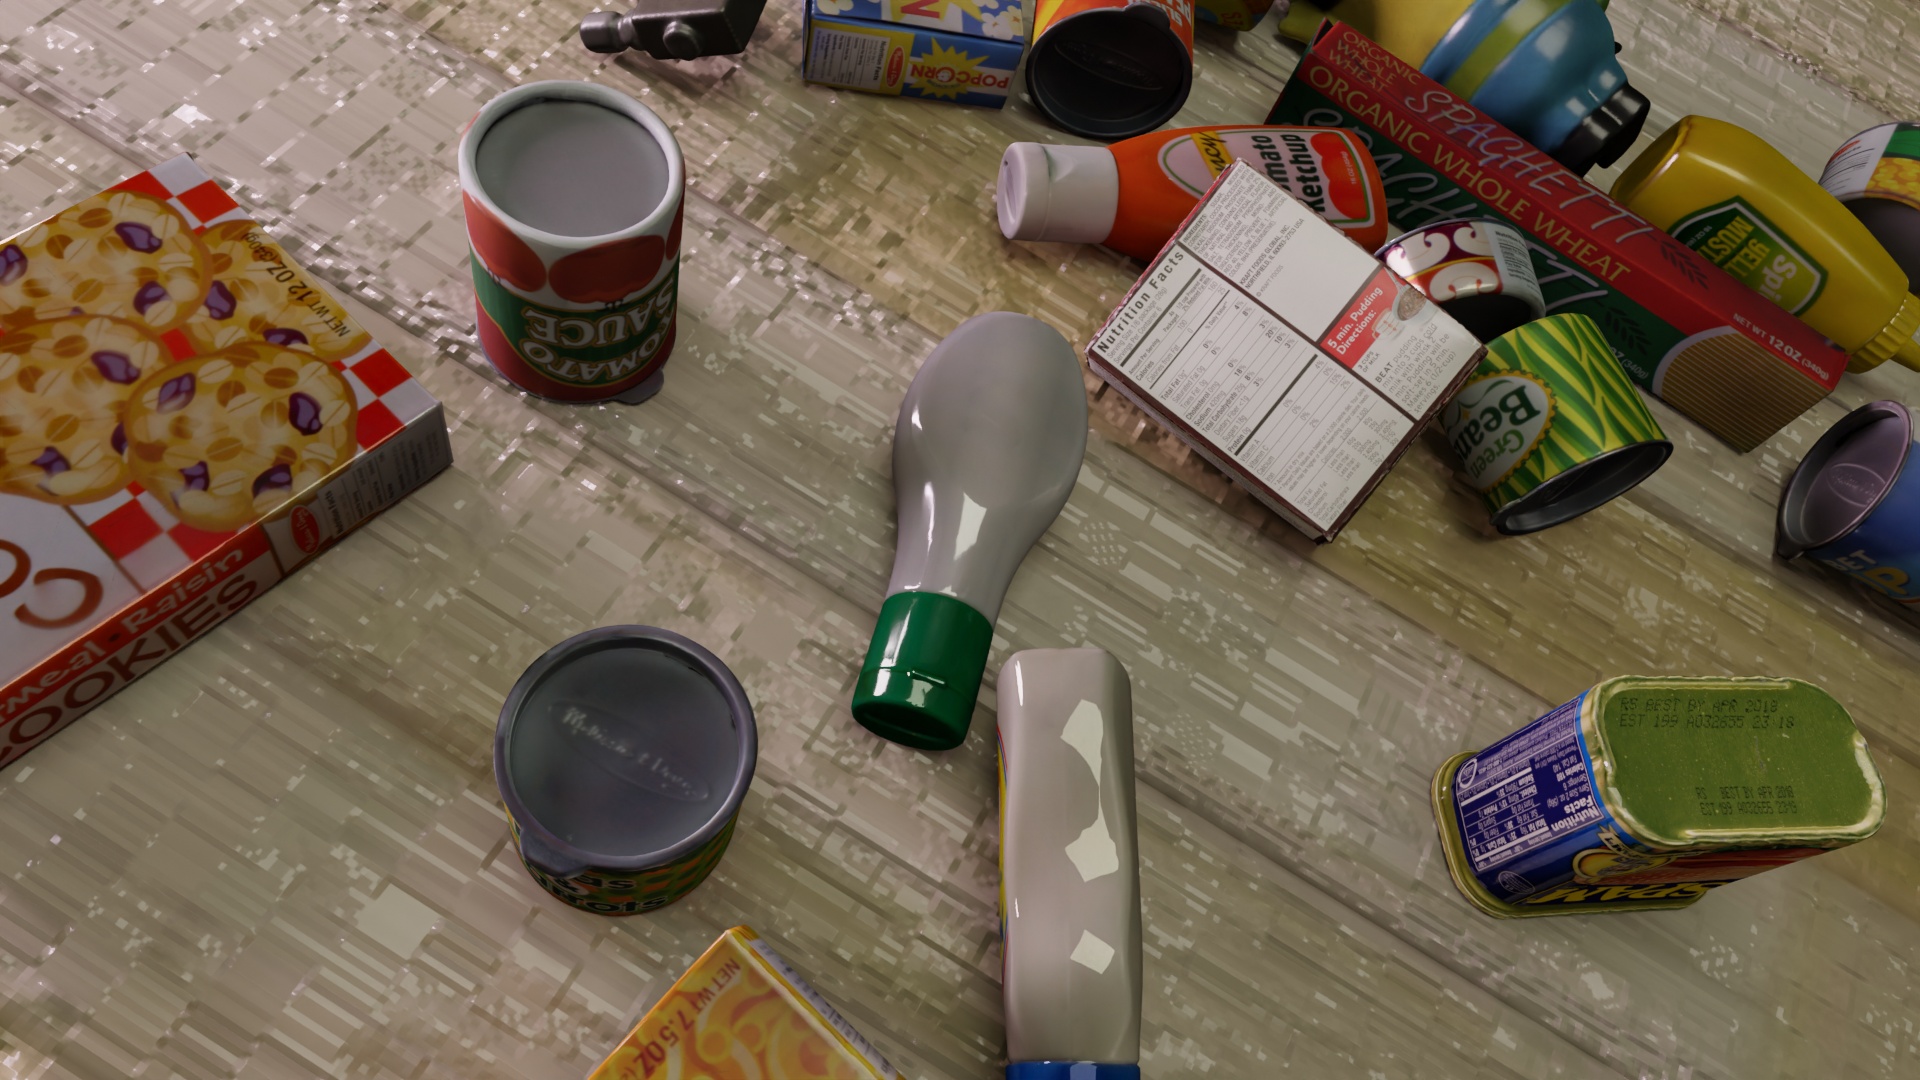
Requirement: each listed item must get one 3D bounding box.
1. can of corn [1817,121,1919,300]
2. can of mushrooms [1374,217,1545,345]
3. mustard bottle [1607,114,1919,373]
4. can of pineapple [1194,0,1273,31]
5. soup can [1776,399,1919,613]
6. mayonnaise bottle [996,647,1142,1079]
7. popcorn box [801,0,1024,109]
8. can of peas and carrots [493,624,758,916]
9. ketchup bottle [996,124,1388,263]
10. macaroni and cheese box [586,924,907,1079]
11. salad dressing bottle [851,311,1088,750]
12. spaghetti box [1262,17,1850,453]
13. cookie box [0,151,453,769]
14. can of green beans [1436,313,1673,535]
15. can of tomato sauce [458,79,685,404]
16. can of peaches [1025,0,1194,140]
[{"bbox_3d":[0.419,-0.143,0.624,0.071,0.071,0.058,38,61,7],"label":"can of corn"},{"bbox_3d":[0.186,-0.090,0.536,0.071,0.070,0.033,0,64,-15],"label":"can of mushrooms"},{"bbox_3d":[0.358,-0.115,0.596,0.160,0.065,0.049,35,55,1],"label":"mustard bottle"},{"bbox_3d":[0.108,-0.260,0.606,0.058,0.070,0.071,12,60,-9],"label":"can of pineapple"},{"bbox_3d":[0.378,-0.004,0.541,0.084,0.071,0.072,28,59,0],"label":"soup can"},{"bbox_3d":[0.030,0.108,0.390,0.041,0.064,0.148,-1,66,5],"label":"mayonnaise bottle"},{"bbox_3d":[-0.021,-0.242,0.576,0.085,0.038,0.127,3,62,-12],"label":"popcorn box"},{"bbox_3d":[-0.092,0.066,0.380,0.071,0.058,0.071,6,62,-11],"label":"can of peas and carrots"},{"bbox_3d":[0.090,-0.134,0.545,0.149,0.043,0.065,-2,63,-15],"label":"ketchup bottle"},{"bbox_3d":[-0.035,0.193,0.320,0.166,0.040,0.124,42,79,8],"label":"macaroni and cheese box"},{"bbox_3d":[0.002,-0.006,0.453,0.064,0.043,0.148,20,60,-6],"label":"salad dressing bottle"},{"bbox_3d":[0.241,-0.127,0.577,0.250,0.050,0.029,36,59,6],"label":"spaghetti box"},{"bbox_3d":[-0.255,-0.025,0.396,0.123,0.040,0.168,43,61,9],"label":"cookie box"},{"bbox_3d":[0.218,-0.043,0.517,0.071,0.071,0.058,-12,66,-20],"label":"can of green beans"},{"bbox_3d":[-0.122,-0.092,0.442,0.071,0.082,0.071,6,61,-11],"label":"can of tomato sauce"},{"bbox_3d":[0.063,-0.208,0.562,0.071,0.071,0.058,12,59,-8],"label":"can of peaches"}]
